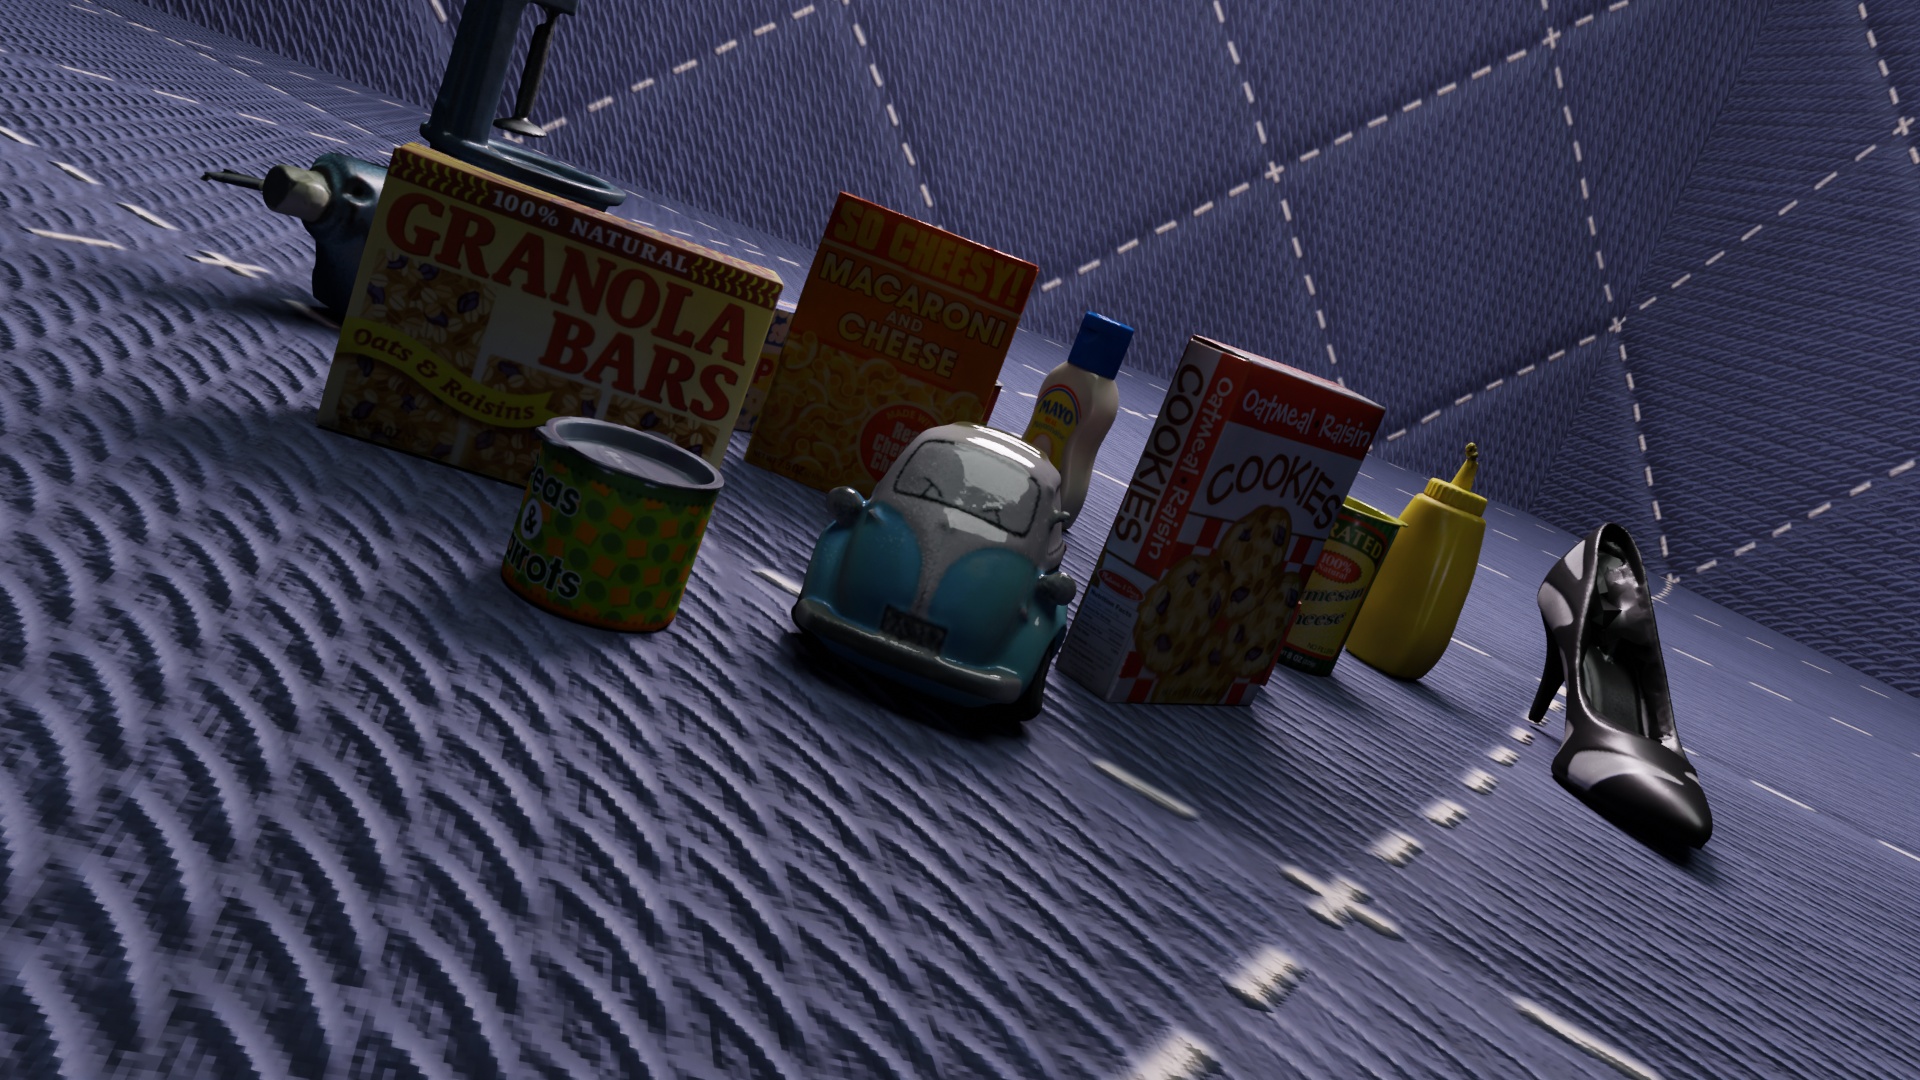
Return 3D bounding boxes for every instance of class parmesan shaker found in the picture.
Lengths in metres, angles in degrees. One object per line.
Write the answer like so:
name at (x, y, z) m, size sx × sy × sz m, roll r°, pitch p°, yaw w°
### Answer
parmesan shaker at (0.220, 0.024, 0.850) m, size 0.071 × 0.103 × 0.071 m, roll 20°, pitch 12°, yaw -4°

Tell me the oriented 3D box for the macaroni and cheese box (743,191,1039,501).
macaroni and cheese box at (-0.041, -0.104, 0.816) m, size 0.124 × 0.166 × 0.040 m, roll 21°, pitch 12°, yaw -1°

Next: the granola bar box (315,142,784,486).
granola bar box at (-0.177, -0.085, 0.610) m, size 0.165 × 0.124 × 0.039 m, roll 18°, pitch 12°, yaw -16°

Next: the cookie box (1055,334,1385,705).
cookie box at (0.125, -0.004, 0.665) m, size 0.123 × 0.167 × 0.040 m, roll 9°, pitch 17°, yaw -46°

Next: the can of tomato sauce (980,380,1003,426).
can of tomato sauce at (-0.016, -0.080, 0.948) m, size 0.071 × 0.083 × 0.071 m, roll 20°, pitch 12°, yaw -4°

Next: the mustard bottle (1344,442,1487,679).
mustard bottle at (0.312, 0.012, 0.923) m, size 0.049 × 0.159 × 0.065 m, roll 12°, pitch 15°, yaw -38°

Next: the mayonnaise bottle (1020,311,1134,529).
mayonnaise bottle at (0.077, -0.085, 0.973) m, size 0.065 × 0.147 × 0.041 m, roll 31°, pitch 15°, yaw 39°

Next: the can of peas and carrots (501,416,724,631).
can of peas and carrots at (-0.129, -0.007, 0.506) m, size 0.071 × 0.058 × 0.071 m, roll 20°, pitch 12°, yaw -4°

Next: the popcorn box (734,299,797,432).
popcorn box at (-0.125, -0.114, 0.909) m, size 0.038 × 0.085 × 0.127 m, roll 30°, pitch 15°, yaw 37°

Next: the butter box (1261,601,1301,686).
butter box at (0.148, 0.037, 0.791) m, size 0.024 × 0.053 × 0.104 m, roll 16°, pitch 14°, yaw -26°
